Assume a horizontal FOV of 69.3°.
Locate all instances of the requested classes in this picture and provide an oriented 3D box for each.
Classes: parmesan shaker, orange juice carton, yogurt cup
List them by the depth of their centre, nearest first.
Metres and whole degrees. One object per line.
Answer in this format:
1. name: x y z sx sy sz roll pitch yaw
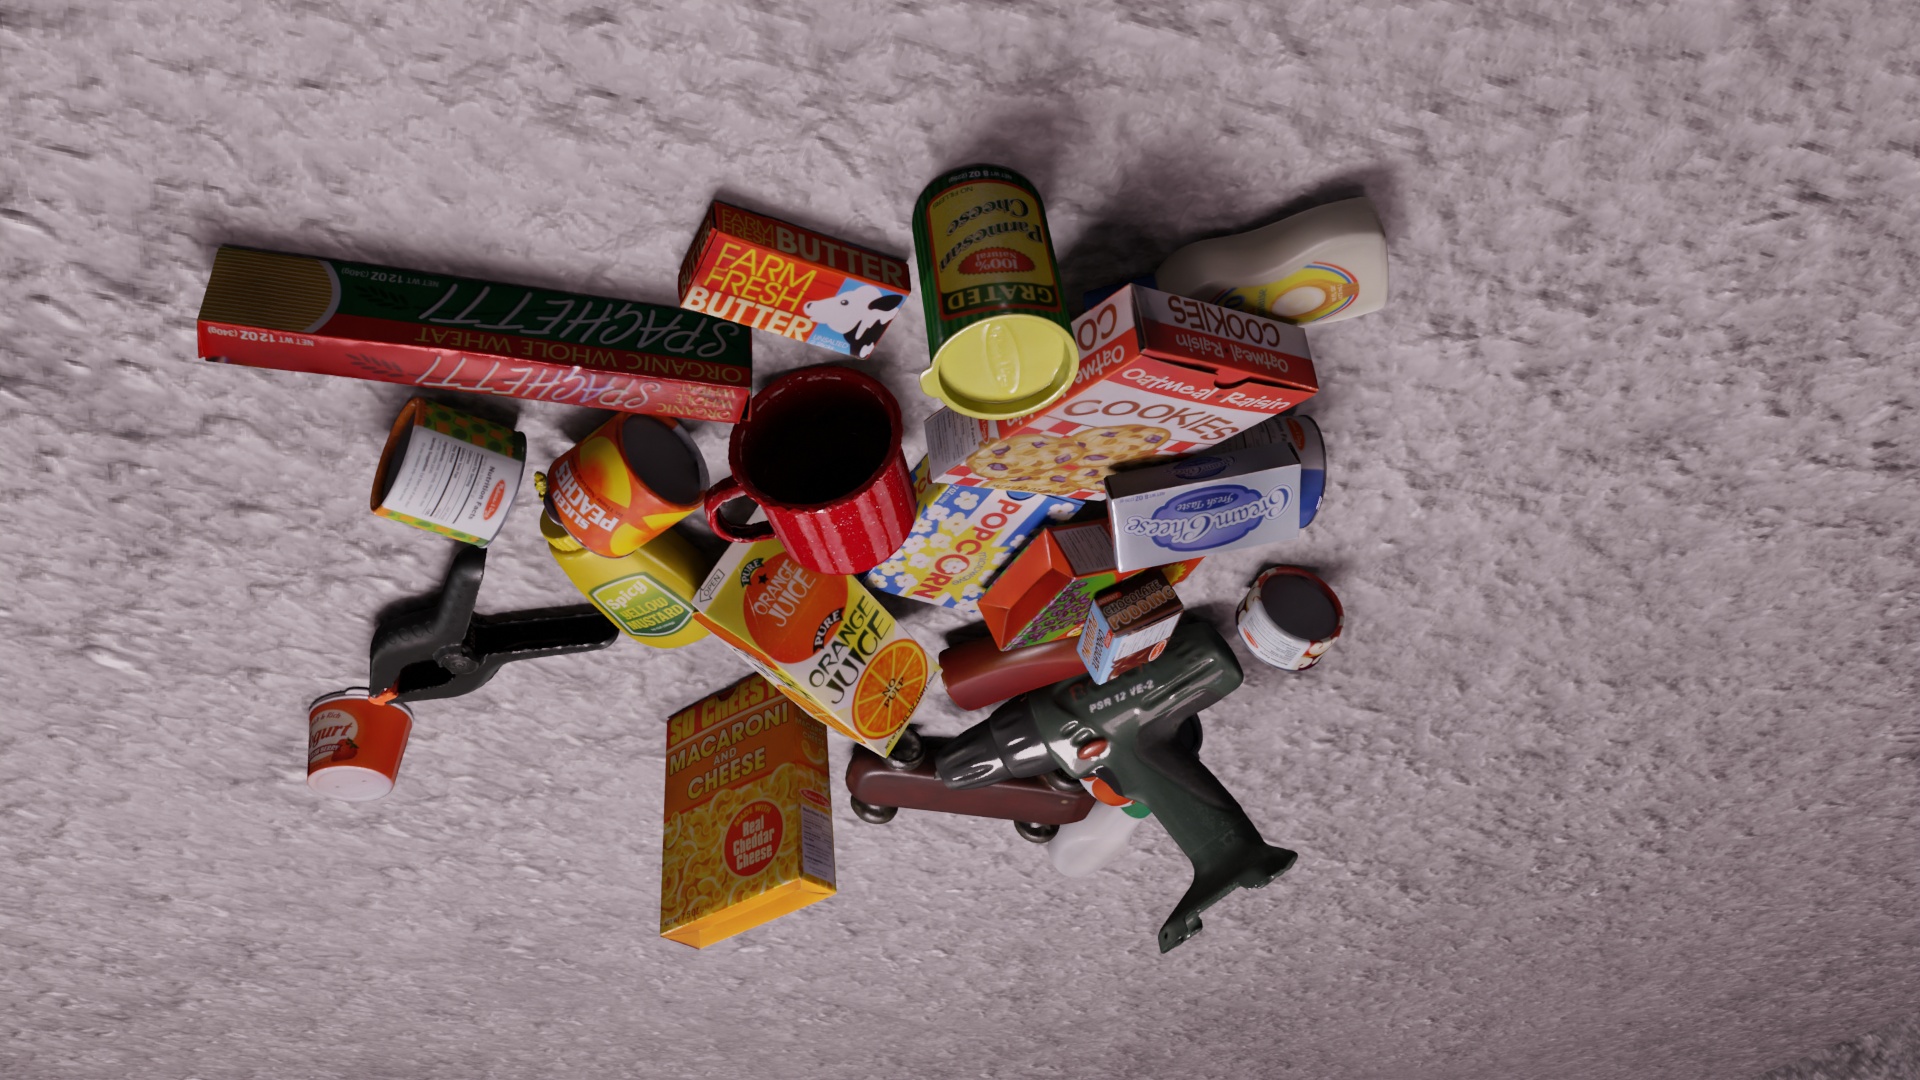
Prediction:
1. parmesan shaker: 0.011 -0.115 0.641 0.071 0.103 0.071 -5 143 -4
2. orange juice carton: -0.094 0.054 0.853 0.073 0.072 0.192 22 162 37
3. yogurt cup: -0.414 0.143 0.952 0.072 0.054 0.072 -5 144 -3

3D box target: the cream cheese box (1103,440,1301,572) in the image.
1. cream cheese box: 0.132 -0.018 0.755 0.104 0.024 0.053 -11 128 -1

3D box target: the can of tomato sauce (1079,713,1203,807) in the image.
1. can of tomato sauce: 0.136 0.158 1.062 0.071 0.071 0.082 13 140 -25

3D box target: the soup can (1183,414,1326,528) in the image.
1. soup can: 0.158 -0.038 0.803 0.084 0.072 0.071 0 143 -10

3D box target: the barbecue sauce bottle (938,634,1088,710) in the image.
1. barbecue sauce bottle: 0.063 0.075 0.957 0.148 0.044 0.064 -20 155 15

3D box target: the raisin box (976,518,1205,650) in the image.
1. raisin box: 0.084 0.023 0.860 0.124 0.040 0.085 -9 150 -41

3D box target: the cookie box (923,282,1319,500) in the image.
1. cookie box: 0.079 -0.068 0.716 0.123 0.040 0.167 5 159 -37

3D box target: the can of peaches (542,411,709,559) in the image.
1. can of peaches: -0.179 -0.032 0.747 0.058 0.071 0.071 -30 138 26

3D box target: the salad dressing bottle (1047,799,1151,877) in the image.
1. salad dressing bottle: 0.129 0.239 1.191 0.064 0.044 0.147 14 137 -24

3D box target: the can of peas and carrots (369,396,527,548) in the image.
1. can of peas and carrots: -0.269 -0.036 0.730 0.059 0.071 0.070 21 135 -33

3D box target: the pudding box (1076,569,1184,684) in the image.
1. pudding box: 0.103 0.055 0.857 0.050 0.030 0.083 -23 158 -13

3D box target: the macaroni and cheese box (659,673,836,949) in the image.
1. macaroni and cheese box: -0.147 0.178 0.952 0.123 0.167 0.040 -27 139 24

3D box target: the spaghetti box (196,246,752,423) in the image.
1. spaghetti box: -0.223 -0.097 0.668 0.250 0.050 0.028 5 143 -18

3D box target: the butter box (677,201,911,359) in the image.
1. butter box: -0.081 -0.125 0.678 0.103 0.024 0.053 13 139 -26

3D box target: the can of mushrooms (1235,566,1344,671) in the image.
1. can of mushrooms: 0.224 0.051 0.939 0.071 0.071 0.033 4 141 -16

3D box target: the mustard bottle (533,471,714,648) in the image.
1. mustard bottle: -0.201 0.009 0.814 0.065 0.049 0.159 -21 142 15

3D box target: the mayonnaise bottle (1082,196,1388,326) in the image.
1. mayonnaise bottle: 0.138 -0.127 0.702 0.148 0.041 0.064 -14 146 9

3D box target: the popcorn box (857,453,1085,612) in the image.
1. popcorn box: 0.003 -0.010 0.836 0.085 0.038 0.126 16 137 -28
